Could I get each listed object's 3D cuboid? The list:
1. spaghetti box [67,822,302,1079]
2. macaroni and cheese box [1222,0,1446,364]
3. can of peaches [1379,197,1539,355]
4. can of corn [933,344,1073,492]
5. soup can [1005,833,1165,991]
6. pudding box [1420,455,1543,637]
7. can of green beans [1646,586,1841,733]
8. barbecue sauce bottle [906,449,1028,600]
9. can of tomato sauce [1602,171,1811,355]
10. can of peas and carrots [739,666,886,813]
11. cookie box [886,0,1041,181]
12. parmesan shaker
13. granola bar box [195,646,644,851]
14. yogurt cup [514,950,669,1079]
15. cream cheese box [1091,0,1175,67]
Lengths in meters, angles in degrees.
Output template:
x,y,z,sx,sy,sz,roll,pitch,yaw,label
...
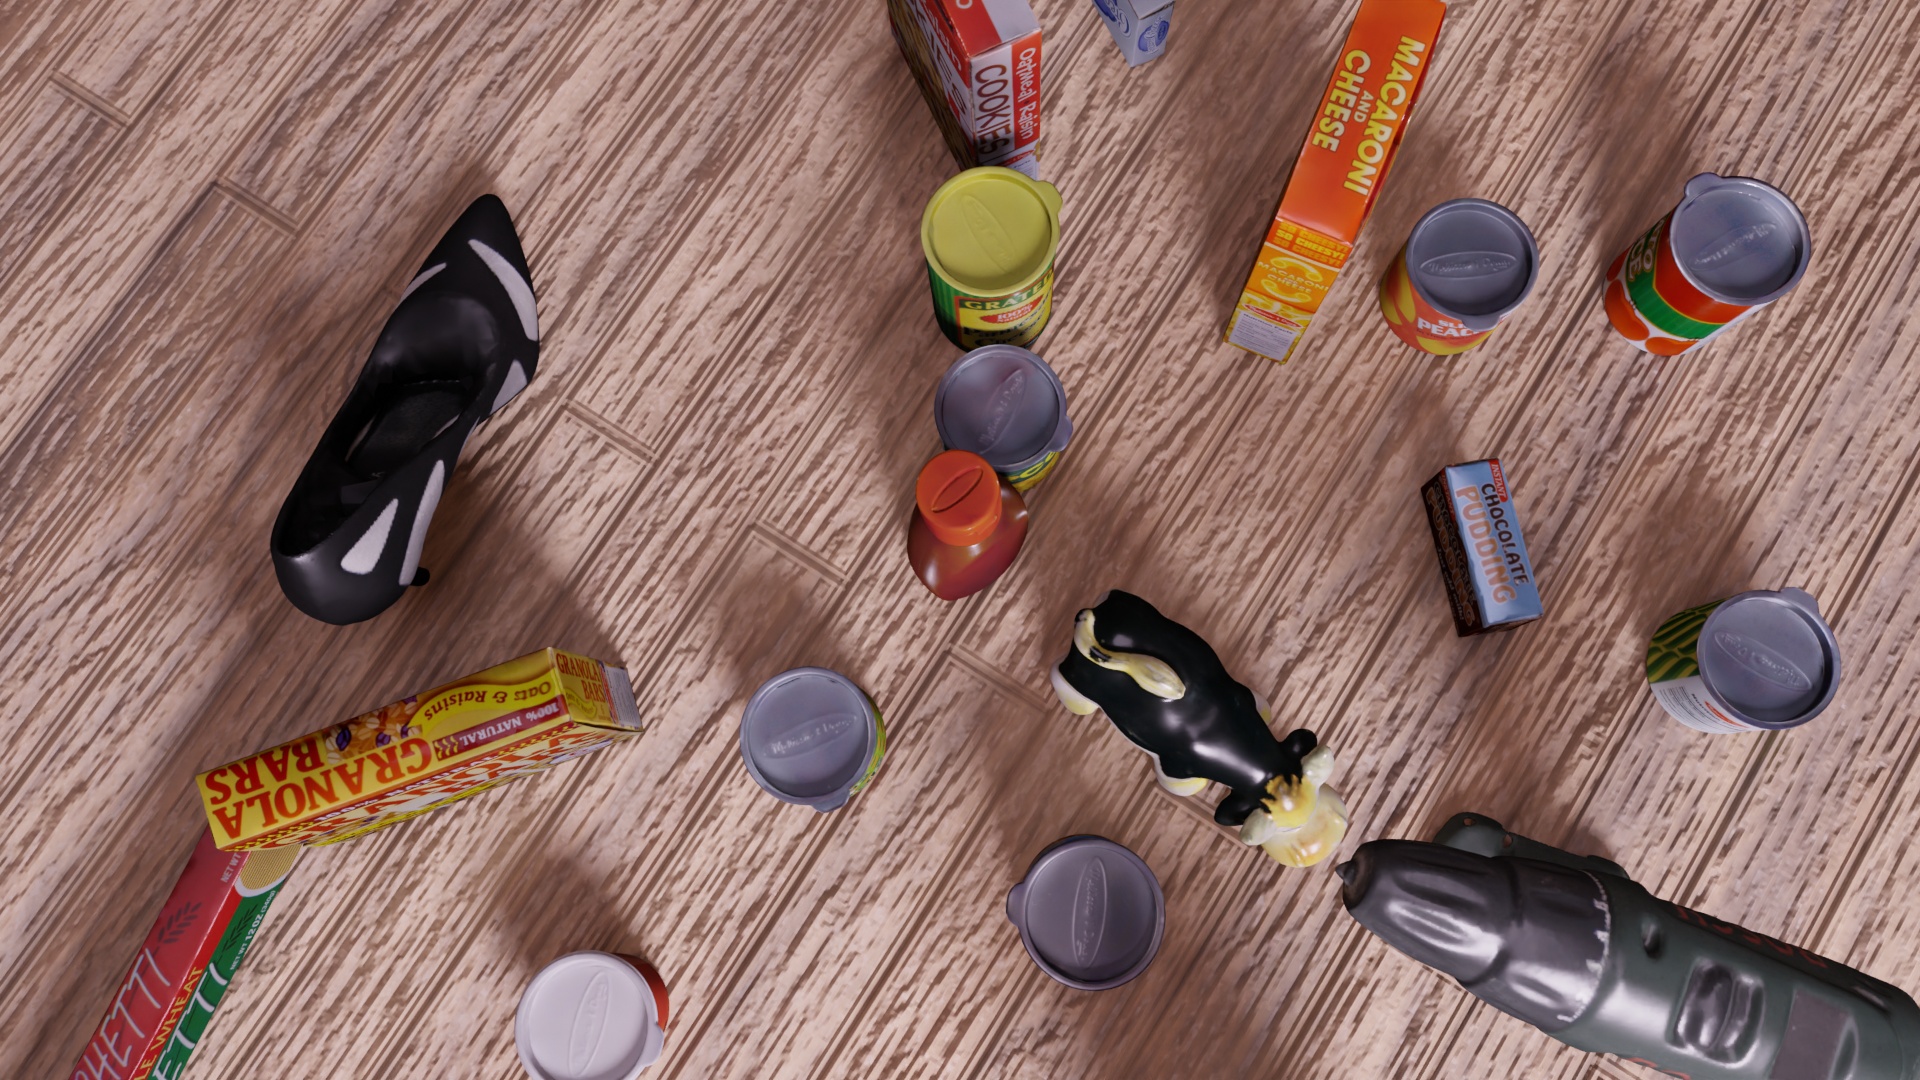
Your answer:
x,y,z,sx,sy,sz,roll,pitch,yaw,label
-0.394,0.234,0.684,0.029,0.050,0.250,24,81,7,spaghetti box
0.178,-0.171,0.678,0.040,0.166,0.124,22,81,6,macaroni and cheese box
0.258,-0.134,0.723,0.071,0.058,0.071,0,79,2,can of peaches
0.023,-0.060,0.718,0.071,0.058,0.071,0,79,2,can of corn
0.058,0.173,0.659,0.071,0.083,0.071,0,80,2,soup can
0.262,0.004,0.701,0.030,0.049,0.084,-11,79,1,pudding box
0.382,0.061,0.681,0.071,0.057,0.071,0,79,2,can of green beans
0.002,-0.008,0.664,0.065,0.148,0.044,-41,81,-5,barbecue sauce bottle
0.374,-0.138,0.706,0.071,0.083,0.071,0,80,2,can of tomato sauce
-0.071,0.100,0.691,0.071,0.058,0.071,0,79,2,can of peas and carrots
-0.002,-0.257,0.702,0.040,0.167,0.123,-24,80,-2,cookie box
0.019,-0.140,0.711,0.071,0.103,0.071,0,80,2,parmesan shaker
-0.249,0.102,0.665,0.166,0.124,0.039,-20,80,-1,granola bar box
-0.174,0.231,0.673,0.072,0.054,0.072,0,79,2,yogurt cup
0.083,-0.320,0.768,0.024,0.053,0.104,-27,79,-2,cream cheese box
